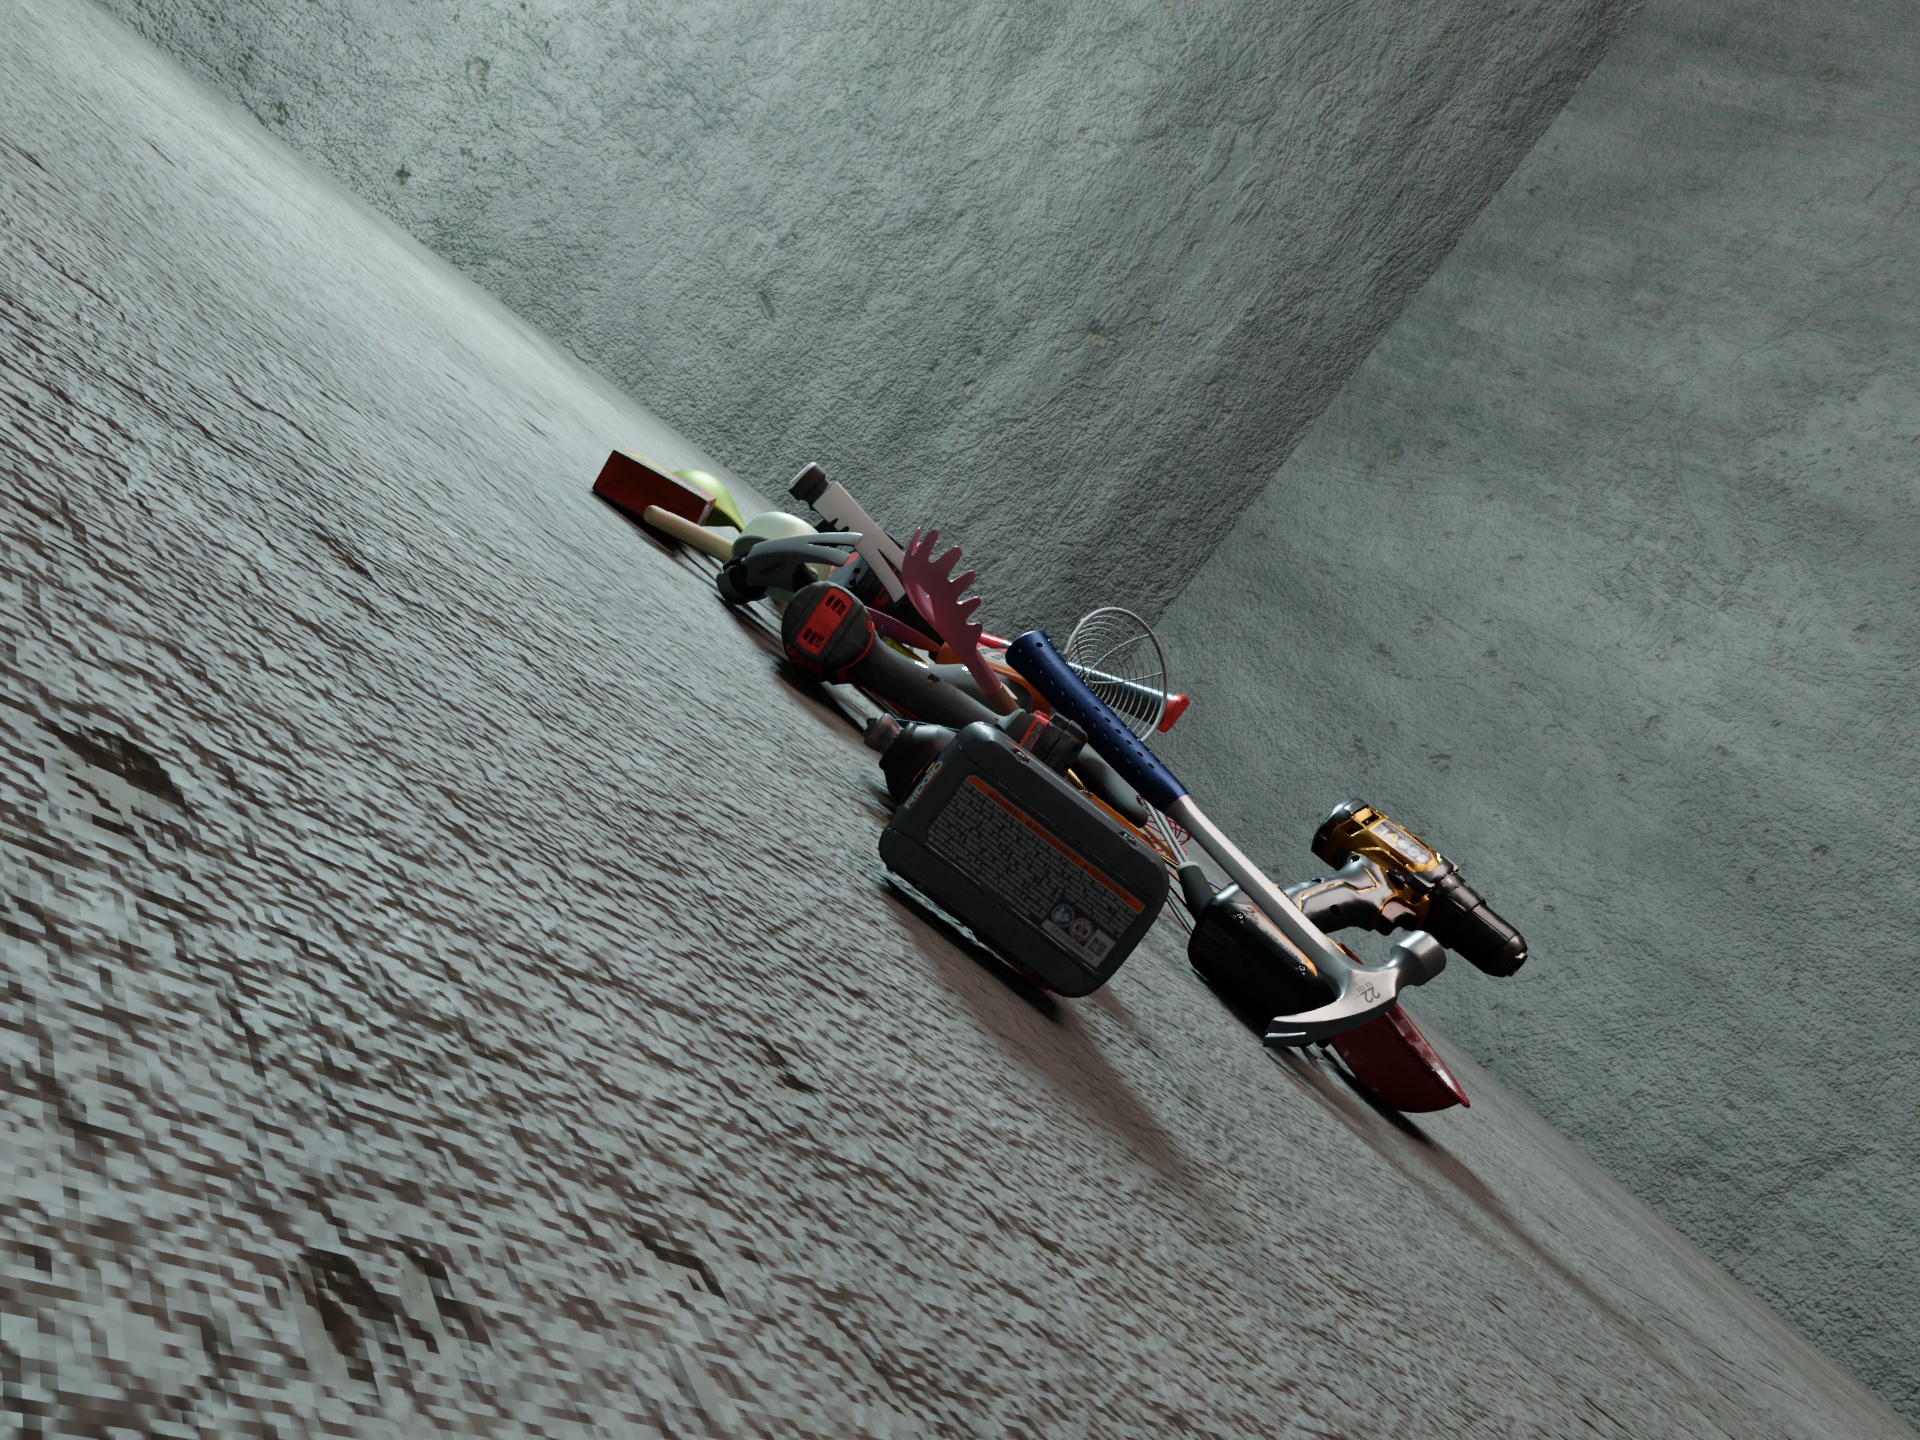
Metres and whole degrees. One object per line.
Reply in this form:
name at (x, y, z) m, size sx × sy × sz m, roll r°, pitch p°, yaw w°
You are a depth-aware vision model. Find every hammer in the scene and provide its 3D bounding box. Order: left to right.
hammer at (-0.128, -0.145, 1.412) m, size 0.127 × 0.034 × 0.337 m, roll 46°, pitch -13°, yaw -10°
hammer at (-0.002, -0.004, 1.239) m, size 0.408 × 0.036 × 0.149 m, roll 41°, pitch -31°, yaw -23°
hammer at (0.052, -0.073, 1.584) m, size 0.387 × 0.038 × 0.143 m, roll 20°, pitch -36°, yaw 34°
hammer at (0.163, 0.072, 1.179) m, size 0.406 × 0.144 × 0.035 m, roll 48°, pitch -29°, yaw 31°

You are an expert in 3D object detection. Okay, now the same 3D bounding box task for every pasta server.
pasta server at (0.042, -0.010, 1.190) m, size 0.060 × 0.040 × 0.316 m, roll 16°, pitch -33°, yaw 54°

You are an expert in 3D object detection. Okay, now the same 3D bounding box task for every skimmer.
skimmer at (0.182, 0.060, 1.341) m, size 0.127 × 0.090 × 0.364 m, roll 9°, pitch 41°, yaw -37°

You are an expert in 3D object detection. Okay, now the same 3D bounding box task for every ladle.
ladle at (-0.155, -0.106, 1.389) m, size 0.320 × 0.062 × 0.078 m, roll 46°, pitch -1°, yaw 15°

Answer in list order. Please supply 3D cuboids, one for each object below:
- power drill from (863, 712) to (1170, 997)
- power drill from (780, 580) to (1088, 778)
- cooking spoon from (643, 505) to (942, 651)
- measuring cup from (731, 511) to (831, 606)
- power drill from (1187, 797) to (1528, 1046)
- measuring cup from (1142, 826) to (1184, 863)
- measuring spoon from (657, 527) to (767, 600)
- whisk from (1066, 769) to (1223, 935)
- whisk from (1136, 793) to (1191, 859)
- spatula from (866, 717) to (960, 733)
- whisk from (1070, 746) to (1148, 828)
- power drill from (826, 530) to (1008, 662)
power drill at (0.016, 0.053, 0.790) m, size 0.164 × 0.084 × 0.226 m, roll 37°, pitch 0°, yaw -1°
power drill at (-0.027, -0.014, 1.115) m, size 0.219 × 0.078 × 0.143 m, roll 34°, pitch -7°, yaw 0°
cooking spoon at (-0.130, -0.111, 1.318) m, size 0.318 × 0.017 × 0.069 m, roll 24°, pitch -2°, yaw -42°
measuring cup at (-0.120, -0.101, 1.265) m, size 0.083 × 0.038 × 0.167 m, roll 7°, pitch -34°, yaw 32°
power drill at (0.308, 0.162, 1.212) m, size 0.226 × 0.084 × 0.185 m, roll -24°, pitch 52°, yaw -37°
measuring cup at (0.136, 0.102, 1.443) m, size 0.173 × 0.052 × 0.095 m, roll 42°, pitch -1°, yaw 2°
measuring spoon at (-0.210, -0.130, 1.309) m, size 0.129 × 0.021 × 0.042 m, roll 30°, pitch 6°, yaw 19°
whisk at (0.164, 0.125, 1.370) m, size 0.245 × 0.051 × 0.047 m, roll 44°, pitch -26°, yaw 10°
whisk at (0.129, 0.086, 1.558) m, size 0.295 × 0.073 × 0.073 m, roll 25°, pitch 12°, yaw -42°
spatula at (0.043, 0.072, 1.028) m, size 0.082 × 0.044 × 0.317 m, roll 8°, pitch -14°, yaw 31°
whisk at (0.091, 0.026, 1.342) m, size 0.055 × 0.055 × 0.239 m, roll 35°, pitch 8°, yaw -39°
power drill at (-0.039, -0.077, 1.545) m, size 0.226 × 0.080 × 0.188 m, roll 36°, pitch -20°, yaw -19°
